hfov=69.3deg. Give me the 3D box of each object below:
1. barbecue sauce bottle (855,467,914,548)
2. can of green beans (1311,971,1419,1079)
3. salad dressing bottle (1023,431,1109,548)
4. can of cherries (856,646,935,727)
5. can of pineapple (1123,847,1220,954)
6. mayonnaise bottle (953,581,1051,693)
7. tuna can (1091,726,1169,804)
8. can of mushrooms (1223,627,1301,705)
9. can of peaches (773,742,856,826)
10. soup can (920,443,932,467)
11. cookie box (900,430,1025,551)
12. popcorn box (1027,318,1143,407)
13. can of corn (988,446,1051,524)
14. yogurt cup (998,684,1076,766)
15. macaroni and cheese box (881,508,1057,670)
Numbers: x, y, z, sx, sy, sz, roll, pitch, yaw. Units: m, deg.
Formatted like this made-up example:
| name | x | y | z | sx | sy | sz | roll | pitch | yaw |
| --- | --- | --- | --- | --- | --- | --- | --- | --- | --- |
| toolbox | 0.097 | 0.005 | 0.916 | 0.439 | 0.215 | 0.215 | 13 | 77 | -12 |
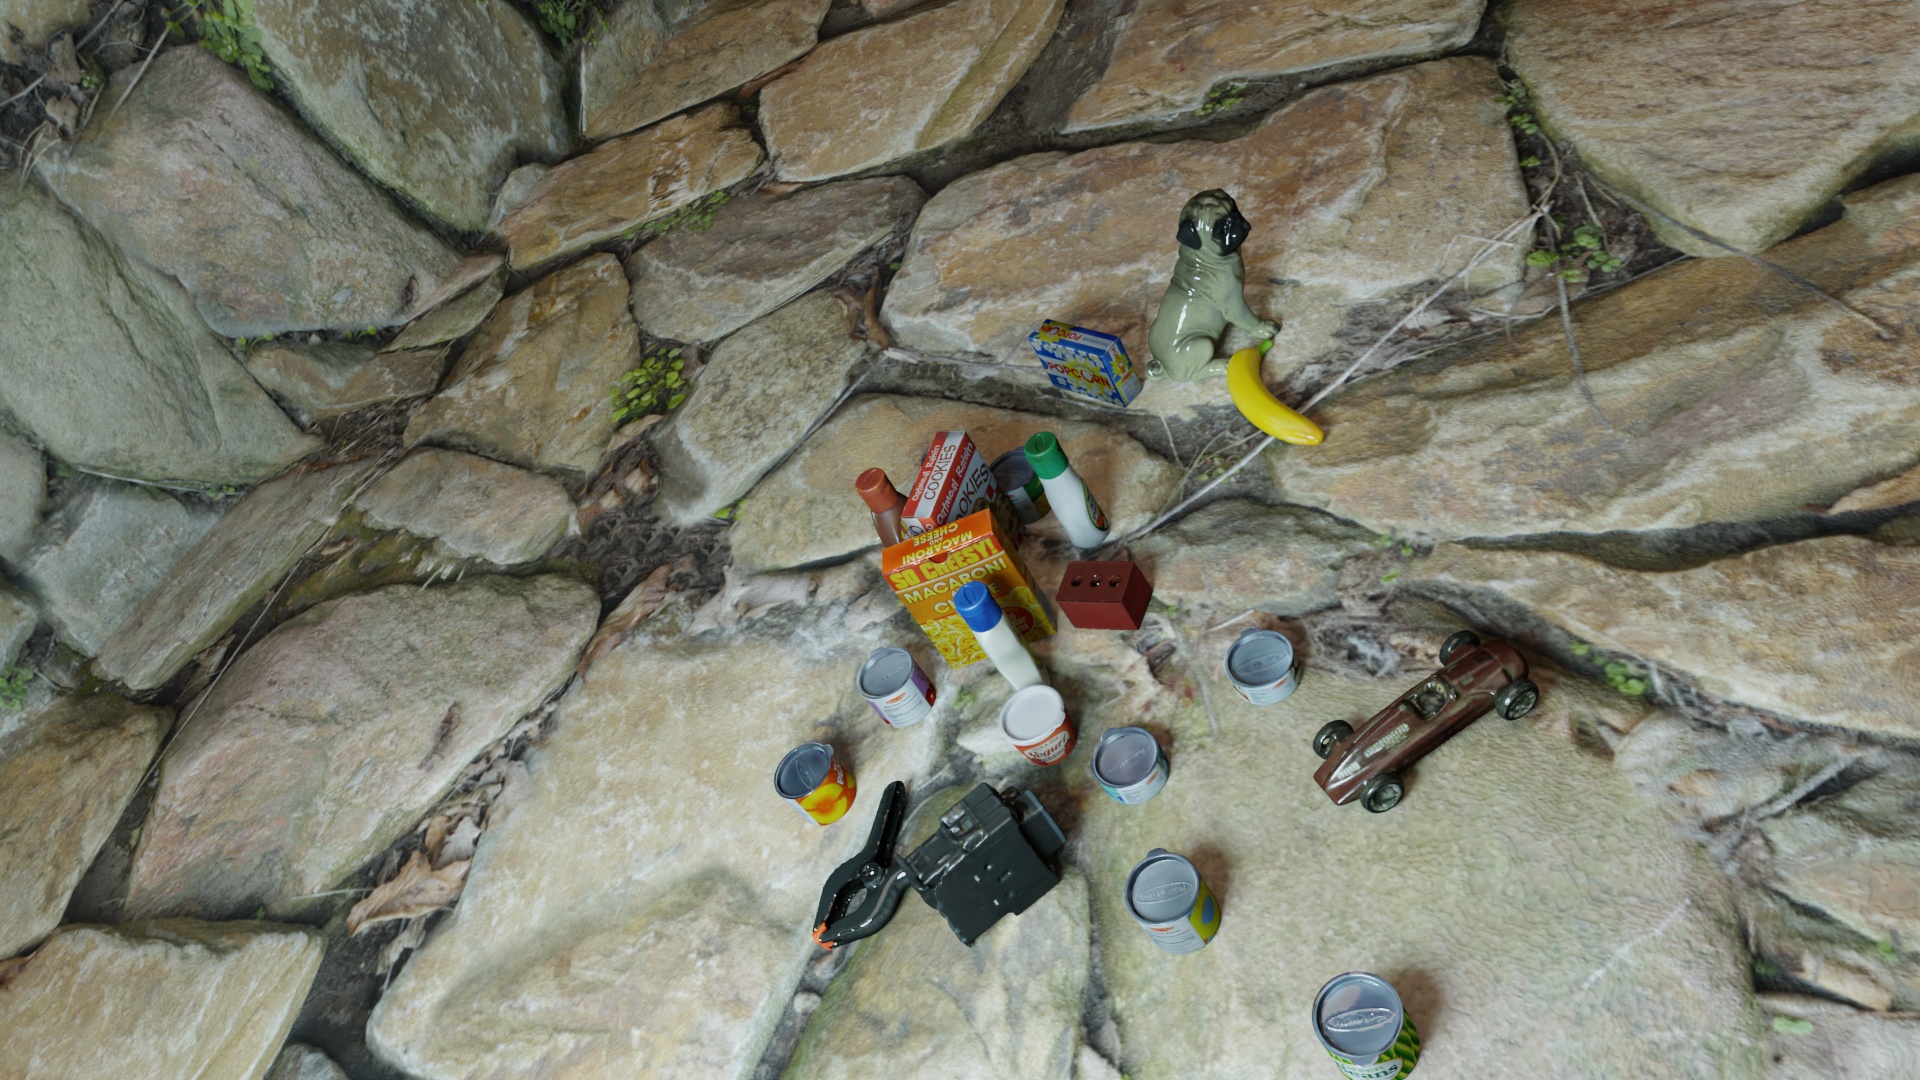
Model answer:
| name | x | y | z | sx | sy | sz | roll | pitch | yaw |
| --- | --- | --- | --- | --- | --- | --- | --- | --- | --- |
| barbecue sauce bottle | -0.069 | -0.021 | 1.570 | 0.043 | 0.148 | 0.065 | 9 | 56 | 39 |
| can of green beans | 0.299 | 0.361 | 1.022 | 0.071 | 0.057 | 0.071 | -18 | 43 | 18 |
| salad dressing bottle | 0.113 | -0.054 | 1.484 | 0.044 | 0.147 | 0.064 | -19 | 42 | 17 |
| can of cherries | -0.067 | 0.153 | 1.466 | 0.071 | 0.058 | 0.072 | -18 | 43 | 18 |
| can of pineapple | 0.178 | 0.302 | 1.159 | 0.071 | 0.057 | 0.071 | -18 | 43 | 18 |
| mayonnaise bottle | 0.041 | 0.099 | 1.380 | 0.041 | 0.147 | 0.065 | -31 | 40 | 3 |
| tuna can | 0.156 | 0.207 | 1.286 | 0.071 | 0.032 | 0.071 | -18 | 43 | 18 |
| can of mushrooms | 0.281 | 0.117 | 1.293 | 0.071 | 0.033 | 0.071 | -18 | 43 | 18 |
| can of peaches | -0.146 | 0.249 | 1.424 | 0.071 | 0.058 | 0.071 | -18 | 43 | 18 |
| soup can | 0.002 | -0.072 | 1.624 | 0.071 | 0.083 | 0.072 | -18 | 43 | 18 |
| cookie box | 0.005 | -0.019 | 1.504 | 0.040 | 0.167 | 0.123 | -4 | 49 | 31 |
| popcorn box | 0.150 | -0.213 | 1.665 | 0.127 | 0.085 | 0.038 | 24 | 66 | 45 |
| can of corn | 0.070 | -0.063 | 1.590 | 0.071 | 0.058 | 0.071 | -18 | 43 | 18 |
| yogurt cup | 0.078 | 0.182 | 1.346 | 0.072 | 0.053 | 0.073 | -18 | 43 | 18 |
| macaroni and cheese box | 0.011 | 0.054 | 1.430 | 0.123 | 0.166 | 0.040 | -22 | 42 | 14 |
